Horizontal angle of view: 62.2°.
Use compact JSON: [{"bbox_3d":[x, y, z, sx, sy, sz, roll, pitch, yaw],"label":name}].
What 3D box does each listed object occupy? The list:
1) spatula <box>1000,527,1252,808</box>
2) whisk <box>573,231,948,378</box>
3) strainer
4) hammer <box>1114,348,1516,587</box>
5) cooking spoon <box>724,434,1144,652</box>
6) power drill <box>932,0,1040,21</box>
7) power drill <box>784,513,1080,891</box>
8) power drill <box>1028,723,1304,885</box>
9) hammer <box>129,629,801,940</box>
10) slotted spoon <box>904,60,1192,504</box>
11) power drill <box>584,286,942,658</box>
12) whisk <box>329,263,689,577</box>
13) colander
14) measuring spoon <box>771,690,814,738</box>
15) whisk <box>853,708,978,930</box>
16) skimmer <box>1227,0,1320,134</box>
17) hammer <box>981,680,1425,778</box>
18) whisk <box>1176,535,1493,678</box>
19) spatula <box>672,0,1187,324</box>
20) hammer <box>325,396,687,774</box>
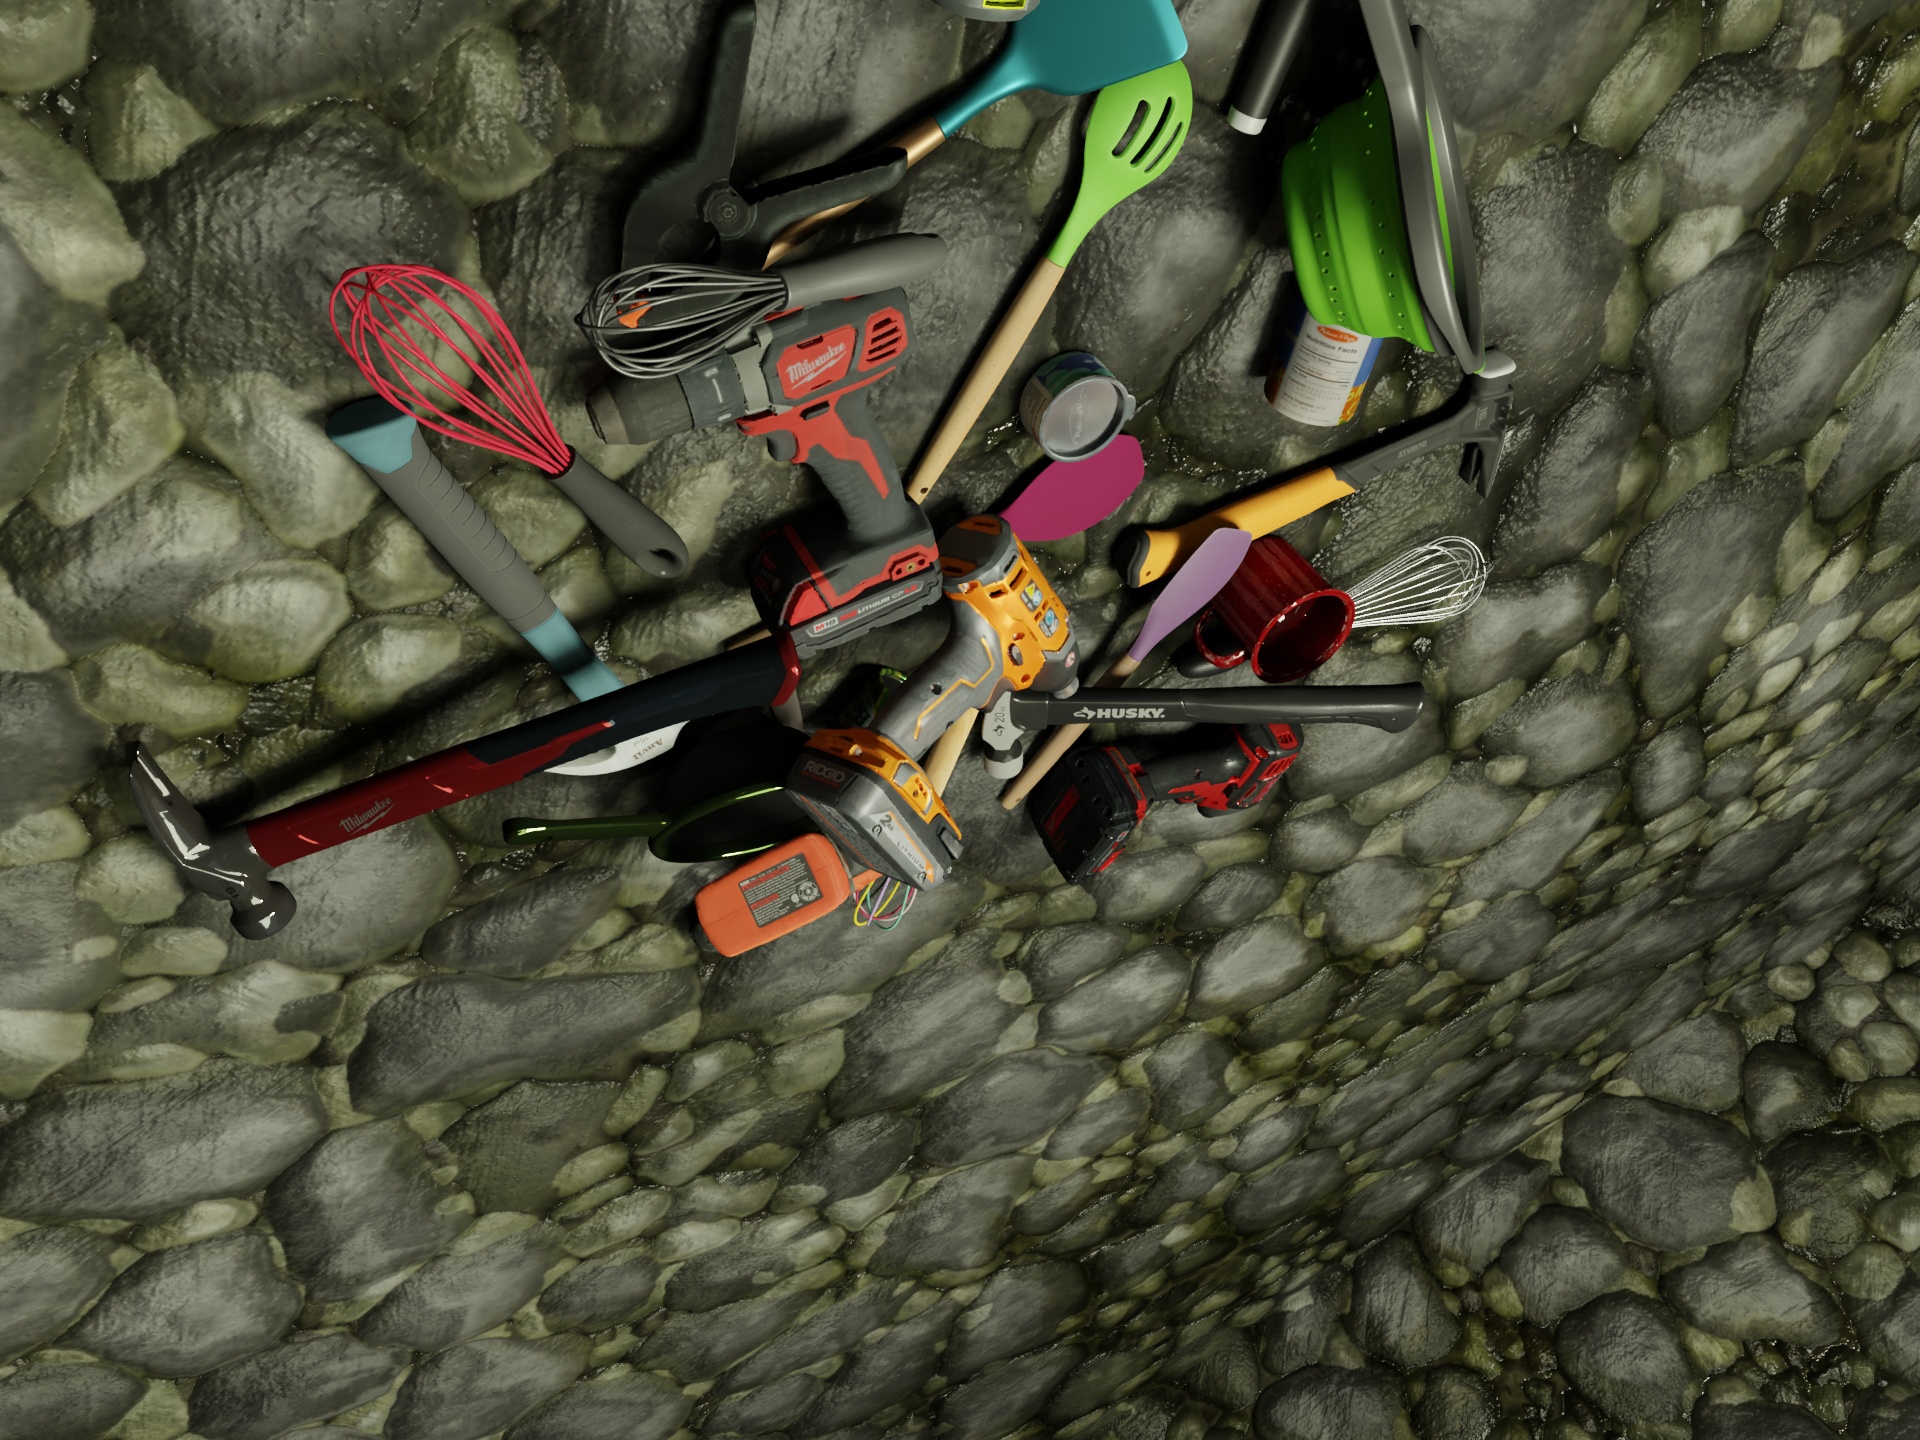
[{"bbox_3d":[0.122,-0.034,1.238,0.059,0.018,0.315,3,137,-43],"label":"spatula"},{"bbox_3d":[-0.091,-0.221,0.811,0.239,0.055,0.055,-27,146,-39],"label":"whisk"},{"bbox_3d":[-0.191,0.045,1.078,0.256,0.069,0.151,-2,157,-39],"label":"strainer"},{"bbox_3d":[0.270,-0.171,1.209,0.337,0.034,0.127,-23,140,-12],"label":"hammer"},{"bbox_3d":[-0.015,-0.114,1.085,0.319,0.017,0.068,-27,135,-8],"label":"cooking spoon"},{"bbox_3d":[-0.043,-0.414,0.698,0.228,0.080,0.190,-12,138,-28],"label":"power drill"},{"bbox_3d":[-0.002,-0.003,1.067,0.226,0.084,0.164,-57,136,-17],"label":"power drill"},{"bbox_3d":[0.177,0.060,1.352,0.219,0.079,0.143,-15,154,-29],"label":"power drill"},{"bbox_3d":[-0.284,0.013,0.949,0.386,0.038,0.143,-20,128,0],"label":"hammer"},{"bbox_3d":[0.046,-0.257,0.968,0.070,0.031,0.313,9,127,-39],"label":"slotted spoon"},{"bbox_3d":[-0.107,-0.146,0.943,0.188,0.080,0.226,-24,138,-12],"label":"power drill"},{"bbox_3d":[-0.230,-0.151,0.868,0.073,0.073,0.295,-36,148,5],"label":"whisk"},{"bbox_3d":[0.218,-0.334,0.901,0.094,0.205,0.396,-7,156,24],"label":"colander"},{"bbox_3d":[-0.121,0.000,1.133,0.034,0.018,0.124,-24,140,-10],"label":"measuring spoon"},{"bbox_3d":[-0.035,0.075,1.256,0.047,0.051,0.244,4,126,-30],"label":"whisk"},{"bbox_3d":[0.249,-0.468,0.829,0.127,0.090,0.363,-39,159,-49],"label":"skimmer"},{"bbox_3d":[0.183,-0.016,1.209,0.335,0.035,0.146,0,136,0],"label":"hammer"},{"bbox_3d":[0.309,-0.087,1.310,0.284,0.070,0.070,-19,140,-9],"label":"whisk"},{"bbox_3d":[-0.033,-0.303,0.849,0.317,0.044,0.082,-34,118,4],"label":"spatula"},{"bbox_3d":[-0.260,-0.071,0.950,0.128,0.033,0.330,-32,142,-2],"label":"hammer"}]
